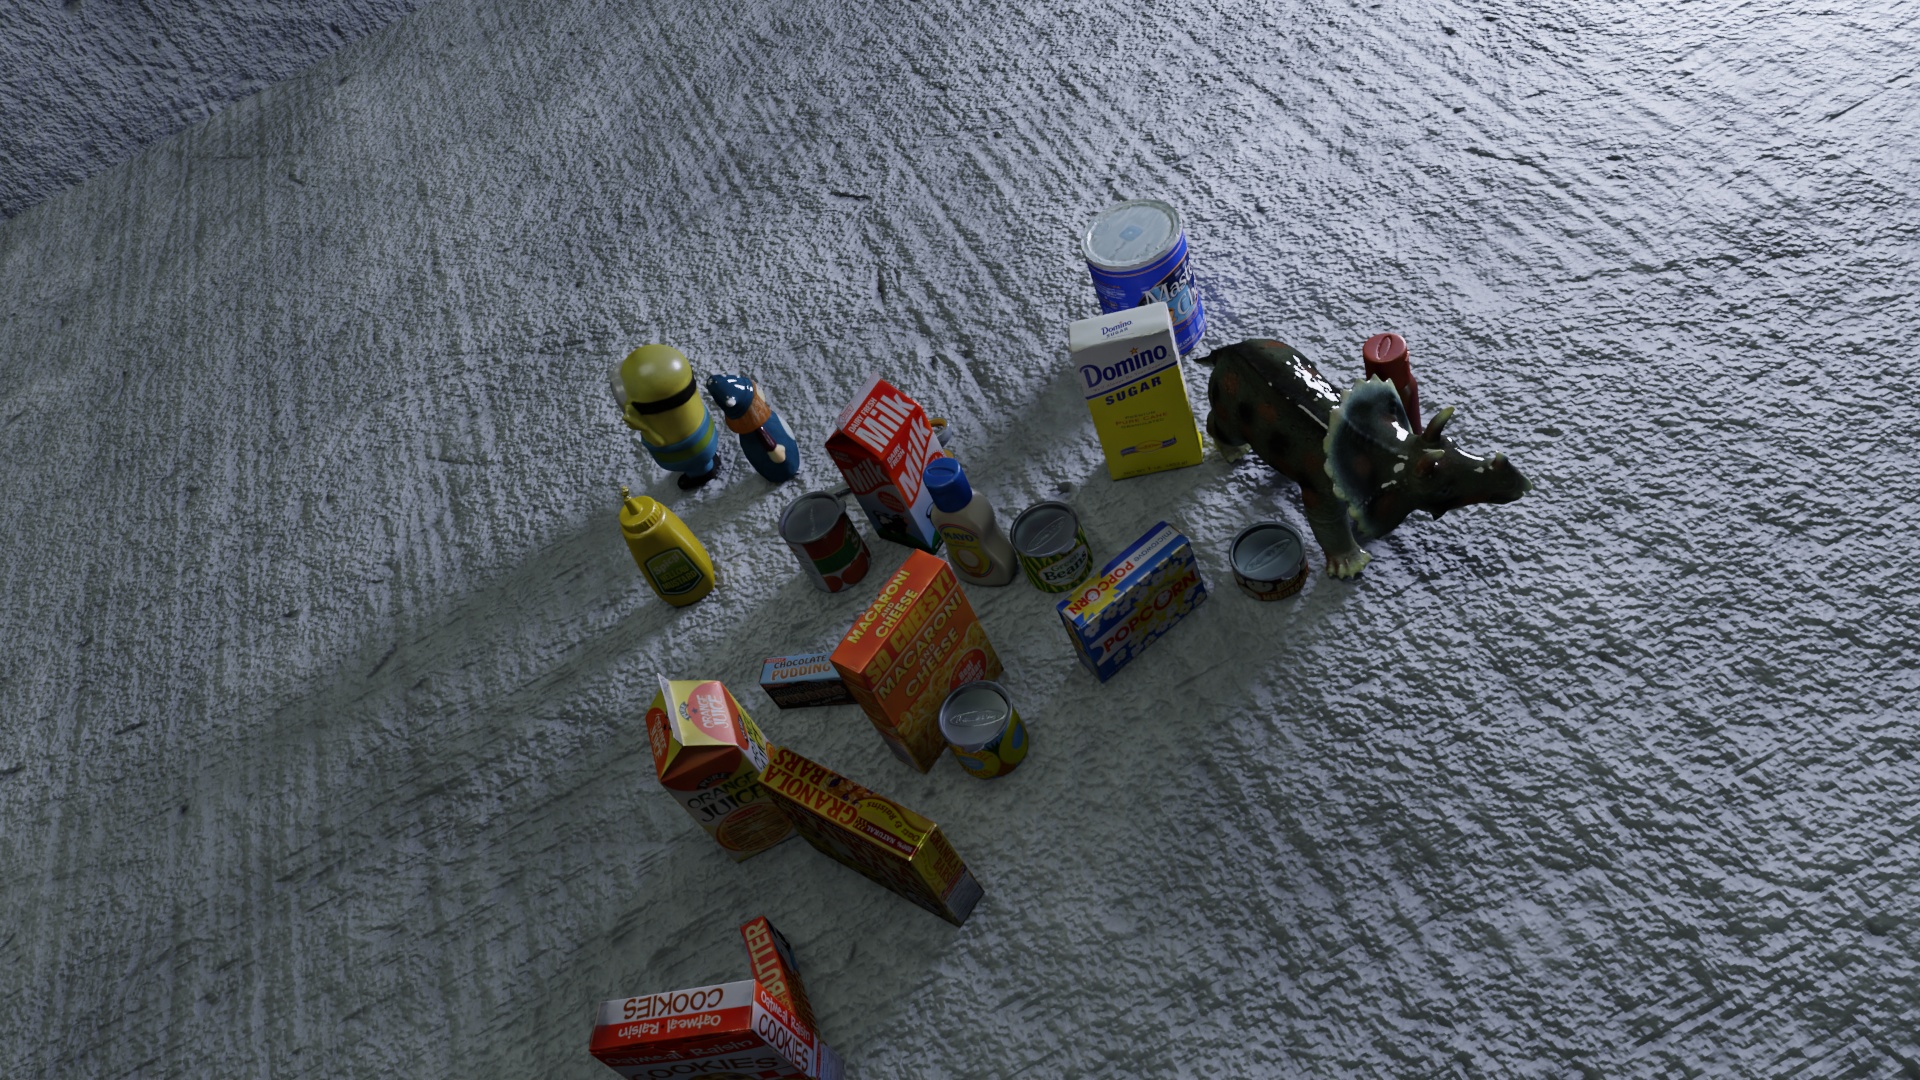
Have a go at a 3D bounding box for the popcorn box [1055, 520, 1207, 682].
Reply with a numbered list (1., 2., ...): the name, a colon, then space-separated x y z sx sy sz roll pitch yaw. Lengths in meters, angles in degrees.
1. popcorn box: 0.151 0.053 1.210 0.127 0.085 0.038 -38 48 -11

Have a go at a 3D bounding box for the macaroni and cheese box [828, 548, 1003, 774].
1. macaroni and cheese box: -0.035 0.105 1.187 0.040 0.165 0.124 21 63 35

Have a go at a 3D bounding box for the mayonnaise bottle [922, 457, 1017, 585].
1. mayonnaise bottle: 0.005 -0.016 1.286 0.065 0.147 0.041 7 55 27

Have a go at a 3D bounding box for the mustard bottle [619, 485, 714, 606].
1. mustard bottle: -0.303 0.002 1.390 0.065 0.159 0.049 -26 47 1

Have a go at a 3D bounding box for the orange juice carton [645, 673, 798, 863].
1. orange juice carton: -0.204 0.188 1.170 0.073 0.191 0.072 -26 47 1

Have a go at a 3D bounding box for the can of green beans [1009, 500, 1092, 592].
1. can of green beans: 0.085 0.006 1.295 0.071 0.057 0.071 -12 49 14

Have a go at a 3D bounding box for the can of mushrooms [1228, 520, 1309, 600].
1. can of mushrooms: 0.273 0.020 1.222 0.071 0.033 0.071 -12 49 14

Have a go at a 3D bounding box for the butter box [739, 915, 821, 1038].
1. butter box: -0.142 0.353 1.100 0.024 0.053 0.104 -28 47 -1

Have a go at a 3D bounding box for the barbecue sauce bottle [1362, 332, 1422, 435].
1. barbecue sauce bottle: 0.378 -0.117 1.215 0.043 0.148 0.065 11 57 30

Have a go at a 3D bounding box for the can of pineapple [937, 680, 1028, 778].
1. can of pineapple: 0.019 0.164 1.189 0.071 0.057 0.071 -12 49 14

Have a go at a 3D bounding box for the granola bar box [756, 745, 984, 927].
1. granola bar box: -0.073 0.239 1.119 0.166 0.123 0.039 19 62 34

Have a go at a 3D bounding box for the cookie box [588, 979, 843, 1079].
1. cookie box: -0.173 0.378 1.015 0.123 0.166 0.040 -13 48 13

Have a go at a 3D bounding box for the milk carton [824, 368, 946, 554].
1. milk carton: -0.066 -0.076 1.337 0.073 0.189 0.072 16 60 33

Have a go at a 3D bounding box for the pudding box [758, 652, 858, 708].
1. pudding box: -0.138 0.130 1.289 0.083 0.049 0.030 -6 50 18

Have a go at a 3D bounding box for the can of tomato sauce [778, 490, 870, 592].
1. can of tomato sauce: -0.132 0.001 1.372 0.071 0.082 0.071 -12 49 14
